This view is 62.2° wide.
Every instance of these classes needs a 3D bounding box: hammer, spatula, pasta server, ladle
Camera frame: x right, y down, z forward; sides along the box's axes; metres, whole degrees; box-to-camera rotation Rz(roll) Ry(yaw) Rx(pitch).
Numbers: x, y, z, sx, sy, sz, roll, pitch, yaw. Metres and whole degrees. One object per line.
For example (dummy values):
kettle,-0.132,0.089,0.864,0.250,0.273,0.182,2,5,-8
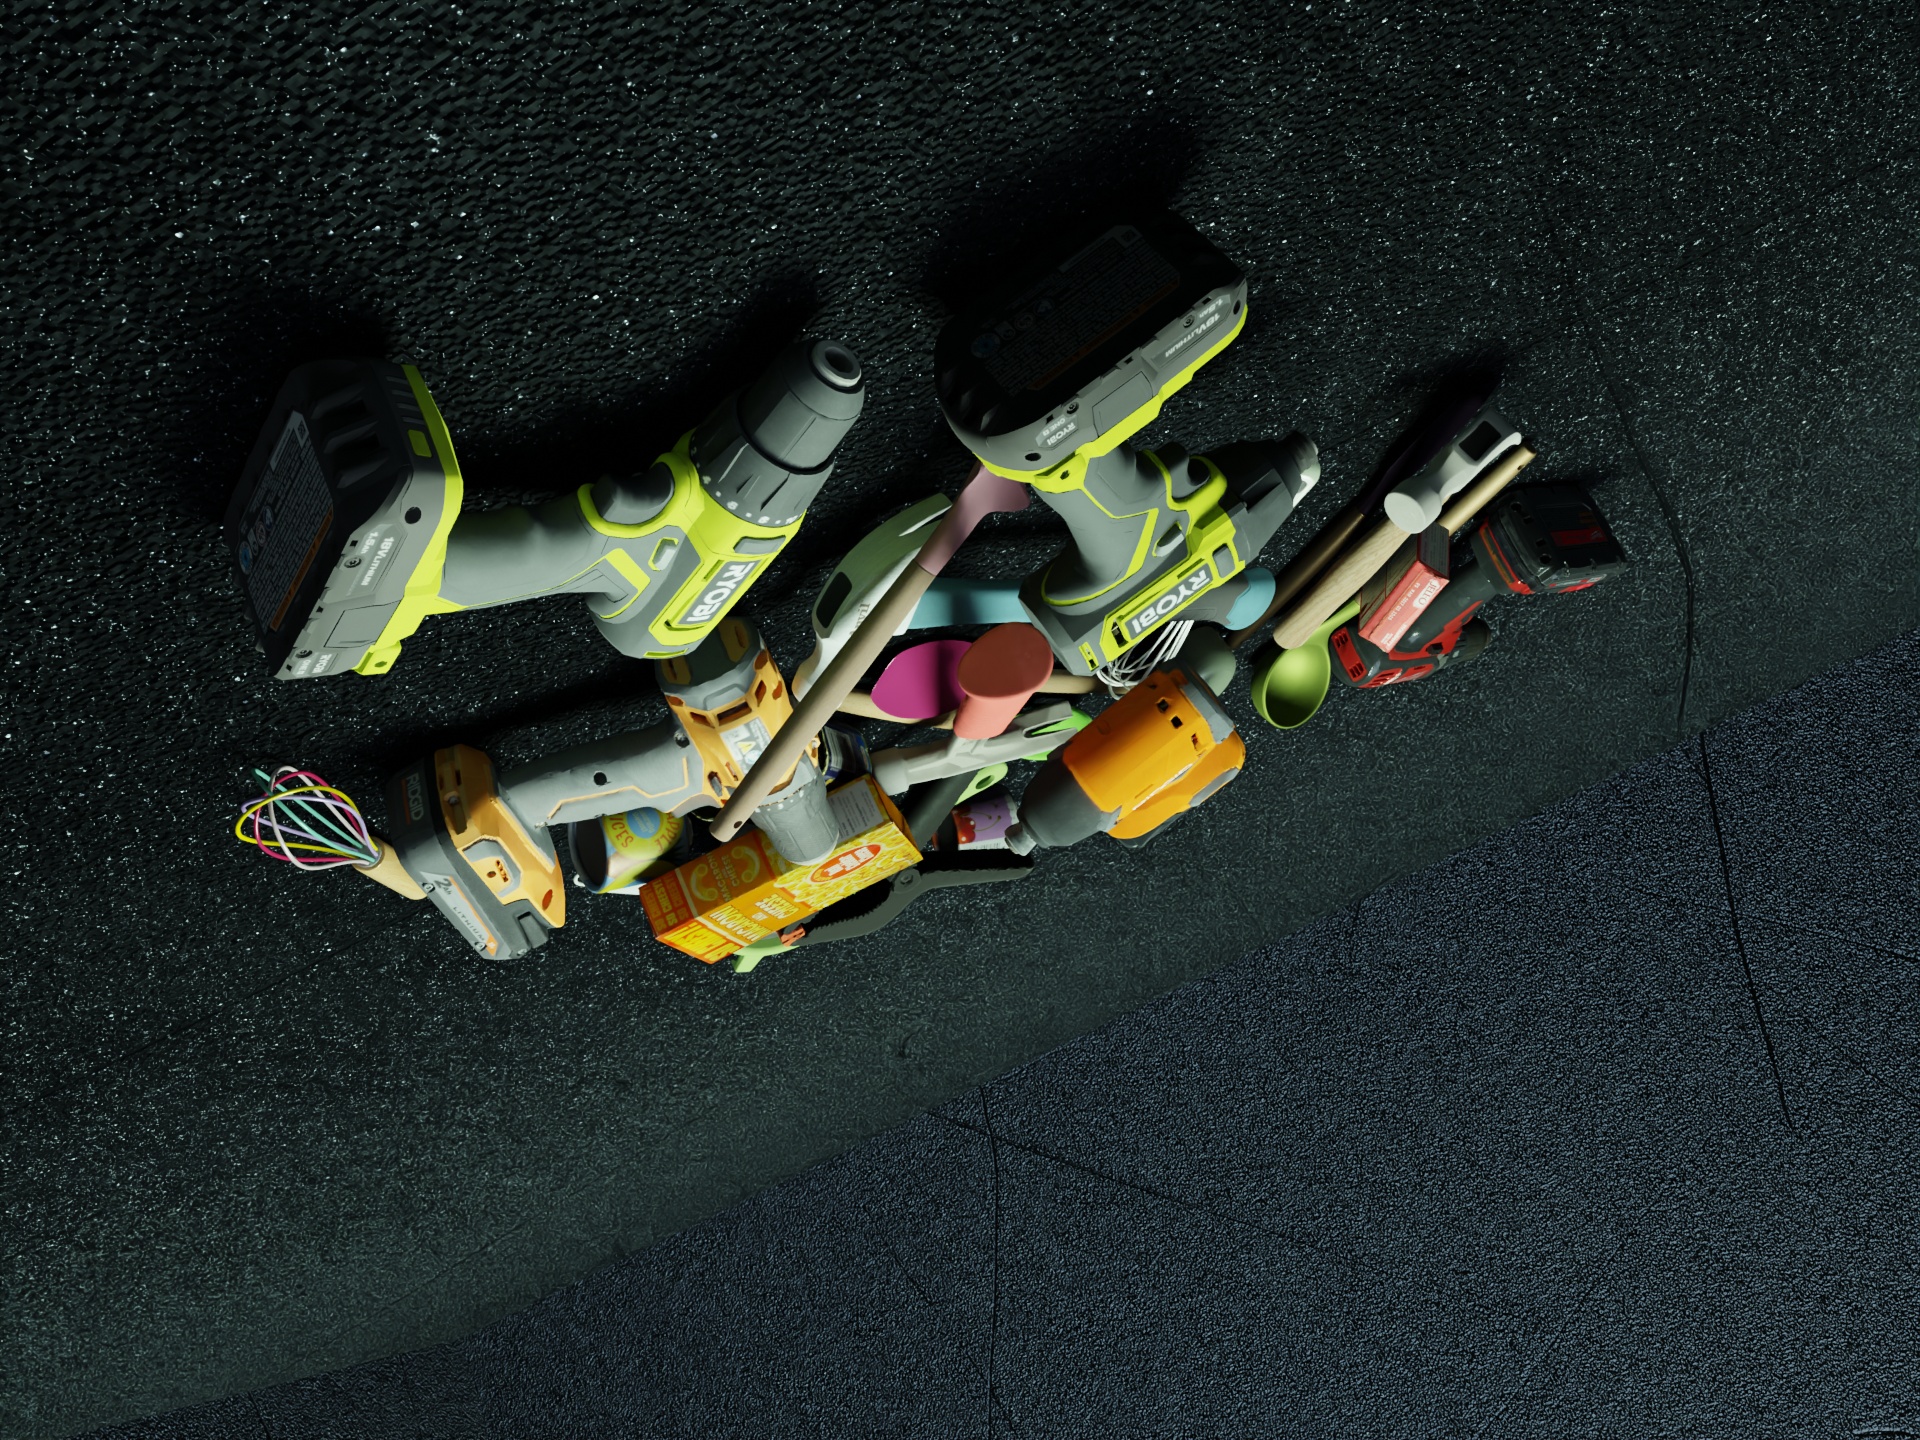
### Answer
hammer,0.061,-0.071,0.945,0.331,0.033,0.128,-4,133,-36
spatula,0.274,-0.137,1.129,0.060,0.018,0.315,-23,163,-35
hammer,0.023,-0.006,0.940,0.149,0.037,0.359,-16,173,-7
pasta server,-0.031,-0.054,0.823,0.316,0.040,0.060,-51,142,12
hammer,0.291,-0.121,1.116,0.130,0.031,0.331,-41,173,-18
ladle,0.337,-0.100,1.247,0.078,0.062,0.320,-2,149,-36

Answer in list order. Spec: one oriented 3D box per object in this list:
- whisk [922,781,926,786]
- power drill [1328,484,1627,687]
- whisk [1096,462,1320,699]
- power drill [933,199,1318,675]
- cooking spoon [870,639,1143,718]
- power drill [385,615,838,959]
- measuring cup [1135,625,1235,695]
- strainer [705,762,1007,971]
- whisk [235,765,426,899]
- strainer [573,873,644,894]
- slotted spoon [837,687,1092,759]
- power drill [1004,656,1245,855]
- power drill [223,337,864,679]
whisk,-0.039,0.090,1.314,0.055,0.055,0.239,-11,153,-33
power drill,0.437,-0.103,1.330,0.187,0.080,0.226,-9,158,-37
whisk,0.164,-0.094,1.073,0.057,0.059,0.246,17,139,-21
power drill,0.088,-0.130,0.759,0.171,0.080,0.223,-36,149,0
cooking spoon,0.049,-0.029,1.142,0.318,0.017,0.068,1,131,-51
power drill,-0.187,0.053,0.919,0.226,0.084,0.185,-25,136,-2
measuring cup,0.182,-0.013,1.271,0.083,0.038,0.167,-33,154,-12
strainer,-0.087,0.076,1.197,0.256,0.069,0.151,-29,145,-16
whisk,-0.350,0.072,0.907,0.047,0.051,0.245,-56,172,-14
strainer,-0.196,0.127,1.234,0.087,0.050,0.258,-48,147,21
slotted spoon,-0.002,-0.004,1.141,0.070,0.031,0.313,-35,156,28
power drill,0.114,0.036,1.093,0.164,0.084,0.226,-39,168,9
power drill,-0.161,-0.091,0.656,0.228,0.080,0.190,-9,156,-44
